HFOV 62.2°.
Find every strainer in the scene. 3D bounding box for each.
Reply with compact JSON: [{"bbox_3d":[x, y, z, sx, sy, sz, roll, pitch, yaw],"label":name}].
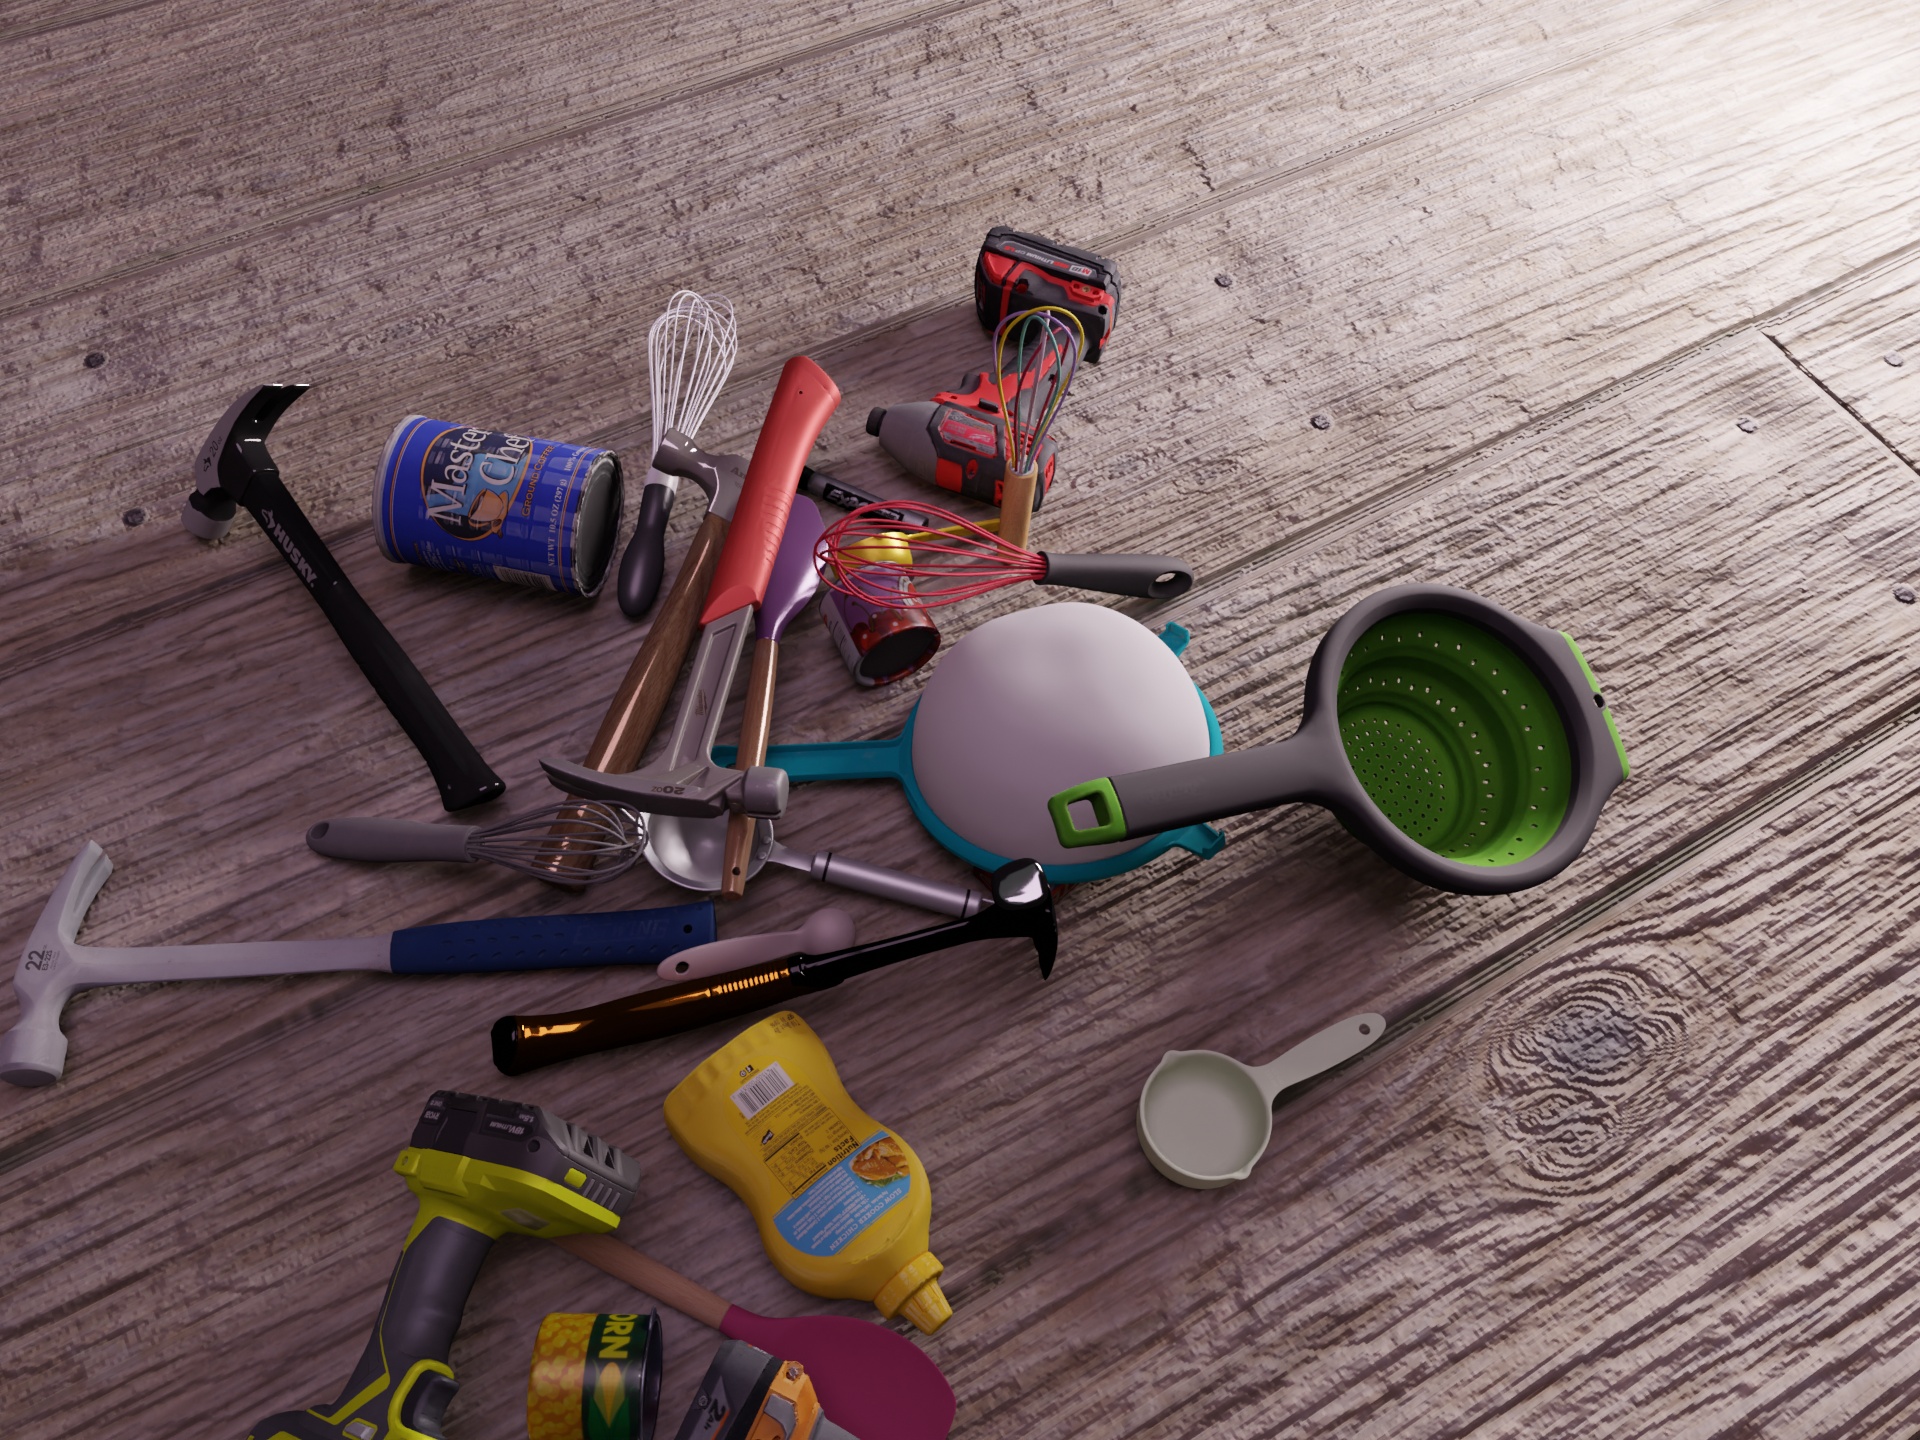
[{"bbox_3d":[-0.096,0.091,0.996,0.258,0.050,0.087,15,51,-1],"label":"strainer"},{"bbox_3d":[-0.002,-0.003,1.012,0.340,0.095,0.211,-3,49,1],"label":"strainer"}]

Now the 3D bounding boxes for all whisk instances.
[{"bbox_3d":[-0.211,-0.199,1.158,0.070,0.070,0.285,6,63,0],"label":"whisk"},{"bbox_3d":[0.037,-0.104,1.067,0.295,0.073,0.073,1,56,-30],"label":"whisk"},{"bbox_3d":[-0.297,0.072,0.967,0.239,0.055,0.055,0,57,17],"label":"whisk"},{"bbox_3d":[0.046,-0.181,1.048,0.047,0.244,0.051,-33,66,-20],"label":"whisk"}]

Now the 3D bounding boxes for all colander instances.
[{"bbox_3d":[0.222,0.036,0.984,0.397,0.094,0.205,-10,72,-23],"label":"colander"}]

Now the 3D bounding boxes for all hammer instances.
[{"bbox_3d":[-0.107,0.155,0.936,0.337,0.127,0.034,-14,62,0],"label":"hammer"},{"bbox_3d":[-0.352,0.134,0.957,0.405,0.035,0.144,-3,59,-5],"label":"hammer"},{"bbox_3d":[-0.400,-0.074,1.045,0.335,0.146,0.035,50,32,15],"label":"hammer"},{"bbox_3d":[-0.198,-0.038,1.058,0.130,0.031,0.331,25,64,-11],"label":"hammer"},{"bbox_3d":[-0.151,-0.099,1.043,0.149,0.036,0.359,8,58,6],"label":"hammer"}]

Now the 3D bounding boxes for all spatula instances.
[{"bbox_3d":[-0.126,-0.028,1.030,0.059,0.018,0.316,13,56,-14],"label":"spatula"}]

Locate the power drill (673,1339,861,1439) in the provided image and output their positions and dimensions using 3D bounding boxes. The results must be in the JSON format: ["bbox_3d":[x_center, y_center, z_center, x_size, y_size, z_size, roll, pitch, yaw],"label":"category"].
[{"bbox_3d":[-0.050,0.428,0.772,0.226,0.084,0.185,24,69,6],"label":"power drill"}]

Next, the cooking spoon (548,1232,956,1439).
[{"bbox_3d":[-0.150,0.314,0.869,0.319,0.017,0.069,24,79,11],"label":"cooking spoon"}]

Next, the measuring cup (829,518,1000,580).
[{"bbox_3d":[-0.018,-0.119,1.129,0.156,0.062,0.029,-14,82,-25],"label":"measuring cup"}]

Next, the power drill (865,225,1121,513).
[{"bbox_3d":[0.028,-0.263,1.200,0.143,0.078,0.220,20,62,9],"label":"power drill"}]

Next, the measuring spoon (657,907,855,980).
[{"bbox_3d":[-0.120,0.140,0.956,0.124,0.034,0.018,-10,19,-22],"label":"measuring spoon"}]

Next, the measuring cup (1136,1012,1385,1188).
[{"bbox_3d":[0.179,0.217,0.938,0.167,0.038,0.083,-23,63,-18],"label":"measuring cup"}]

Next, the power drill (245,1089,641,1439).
[{"bbox_3d":[-0.249,0.308,0.780,0.190,0.080,0.229,-5,53,41],"label":"power drill"}]
